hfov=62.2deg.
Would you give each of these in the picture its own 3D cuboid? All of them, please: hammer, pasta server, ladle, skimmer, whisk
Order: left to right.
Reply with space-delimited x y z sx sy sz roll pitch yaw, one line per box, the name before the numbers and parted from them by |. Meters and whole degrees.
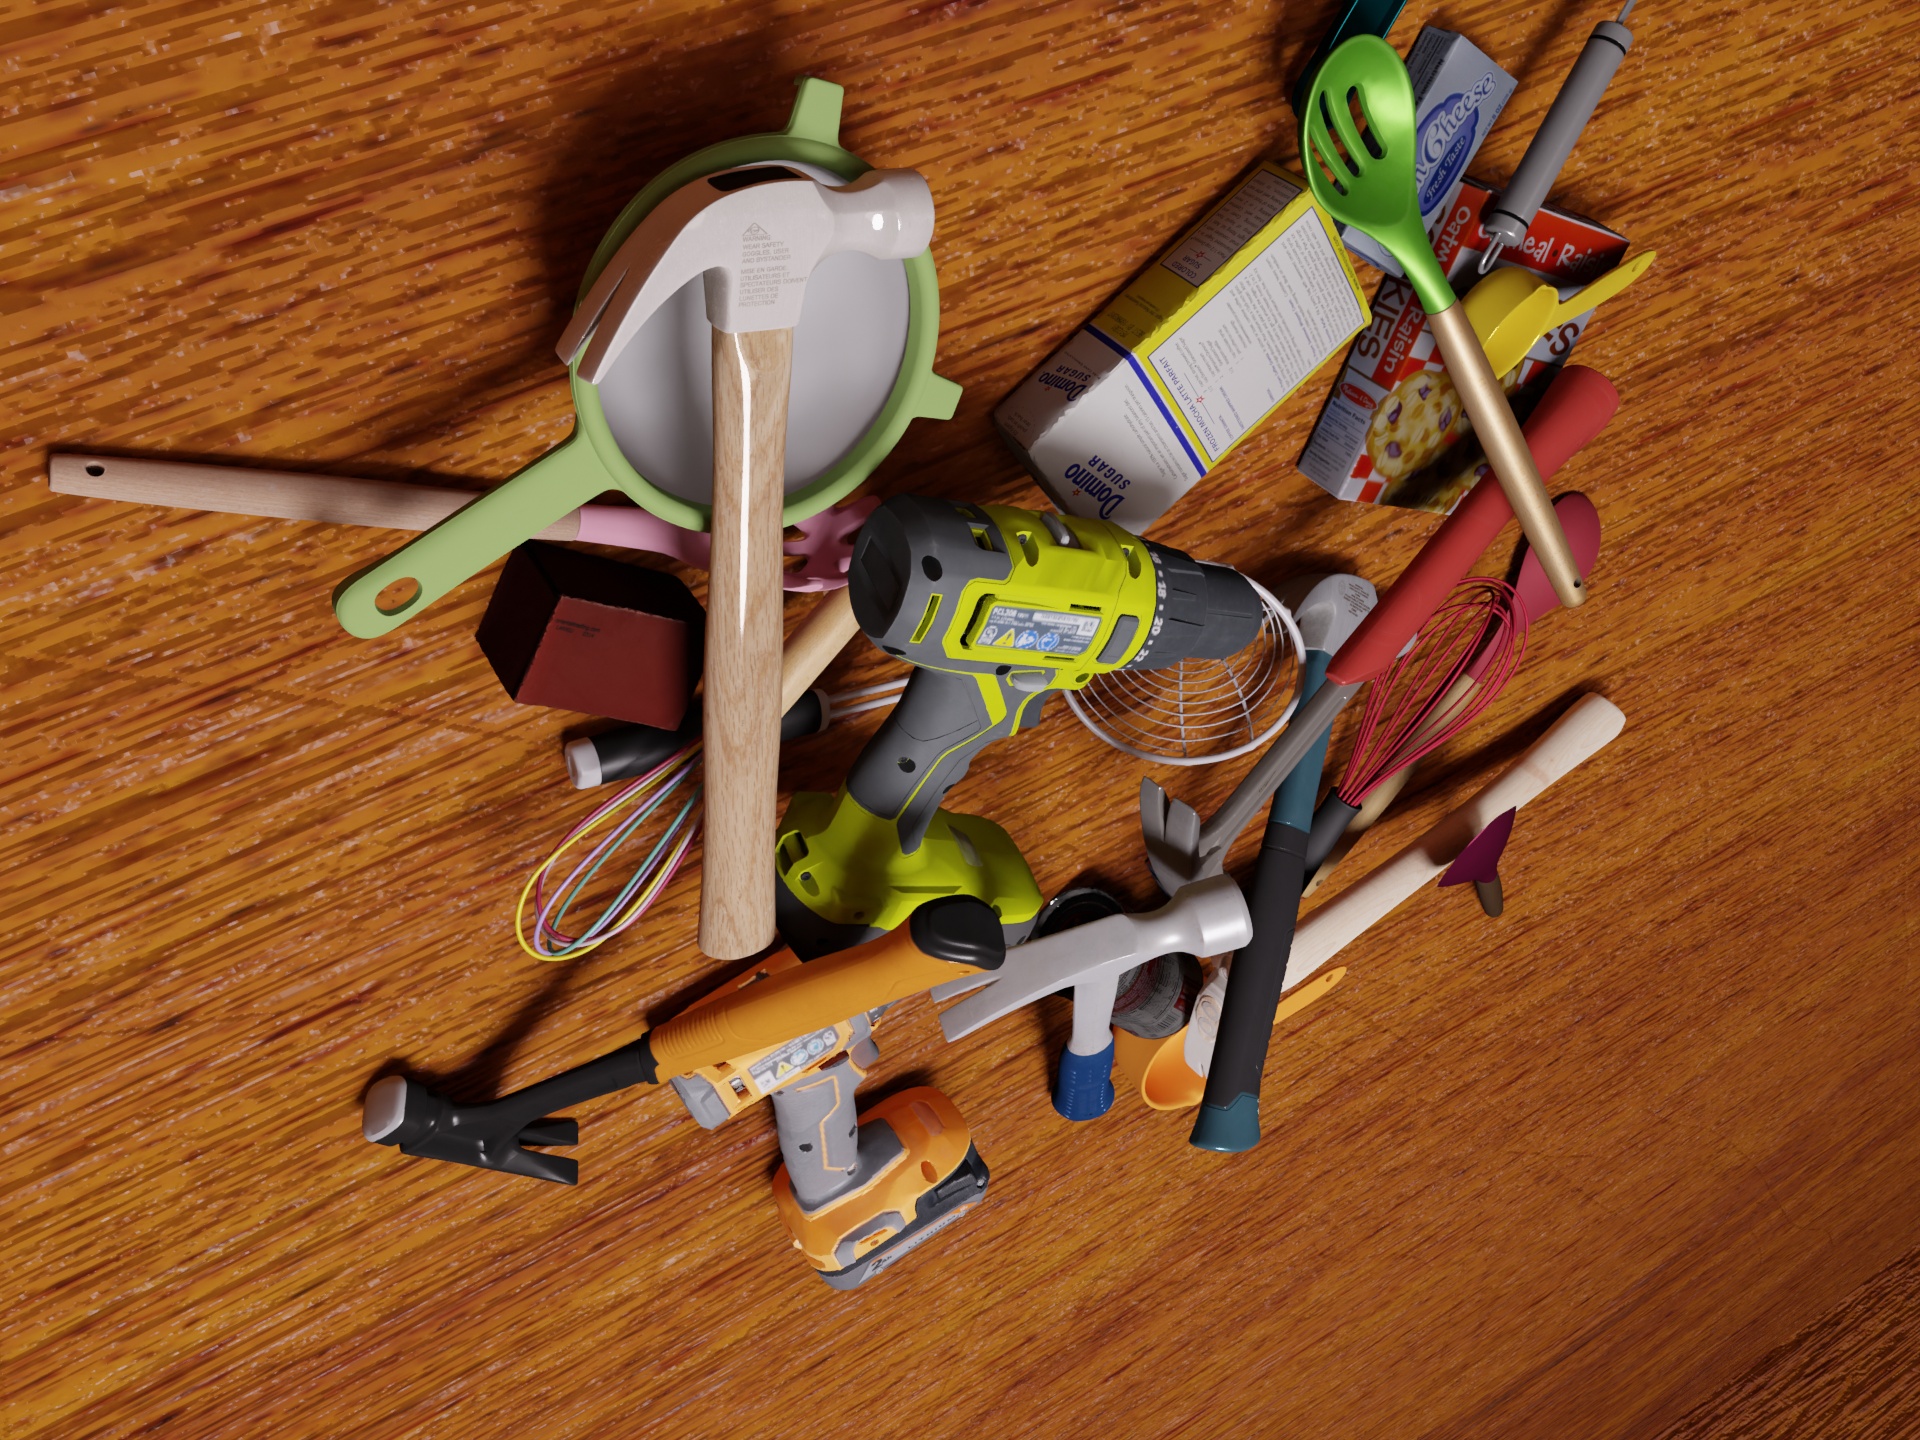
pasta server | -0.175 -0.083 0.623 0.316 0.060 0.040 2 162 -33
hammer | -0.118 0.150 0.729 0.337 0.034 0.127 -25 144 28
whisk | -0.104 0.009 0.695 0.047 0.051 0.245 43 82 -14
hammer | -0.085 -0.042 0.613 0.130 0.031 0.331 -14 127 -31
skimmer | -0.001 -0.002 0.768 0.363 0.090 0.127 -14 132 -26
hammer | 0.065 0.174 0.876 0.144 0.035 0.405 -16 157 -4
hammer | 0.180 0.074 0.882 0.128 0.033 0.331 24 76 -40
whisk | 0.254 0.034 1.001 0.073 0.073 0.295 10 122 -39
hammer | 0.217 -0.054 0.802 0.359 0.037 0.149 -48 151 -13
hammer | 0.303 0.096 1.048 0.410 0.038 0.146 -30 144 -28
ladle | 0.315 -0.008 1.035 0.069 0.031 0.315 19 112 -43

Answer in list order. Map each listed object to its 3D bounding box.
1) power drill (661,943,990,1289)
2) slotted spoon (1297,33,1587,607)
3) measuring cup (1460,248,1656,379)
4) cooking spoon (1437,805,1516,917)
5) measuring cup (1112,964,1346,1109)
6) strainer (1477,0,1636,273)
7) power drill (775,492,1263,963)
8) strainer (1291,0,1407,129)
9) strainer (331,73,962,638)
power drill | -0.052 0.203 0.903 0.185 0.084 0.226 -31 130 -13
slotted spoon | 0.233 -0.172 0.745 0.070 0.031 0.313 -44 119 -14
measuring cup | 0.300 -0.217 0.807 0.156 0.029 0.062 -30 153 -30
cooking spoon | 0.359 0.107 1.084 0.069 0.017 0.318 -46 156 4
measuring cup | 0.179 0.193 1.076 0.173 0.052 0.095 -25 133 -21
strainer | 0.308 -0.328 0.747 0.258 0.050 0.086 -62 161 6
power drill | 0.018 0.008 0.712 0.190 0.080 0.228 4 128 -32
strainer | 0.257 -0.392 0.648 0.210 0.095 0.340 17 110 -42
strainer | -0.129 -0.121 0.598 0.256 0.069 0.151 -36 135 -10
